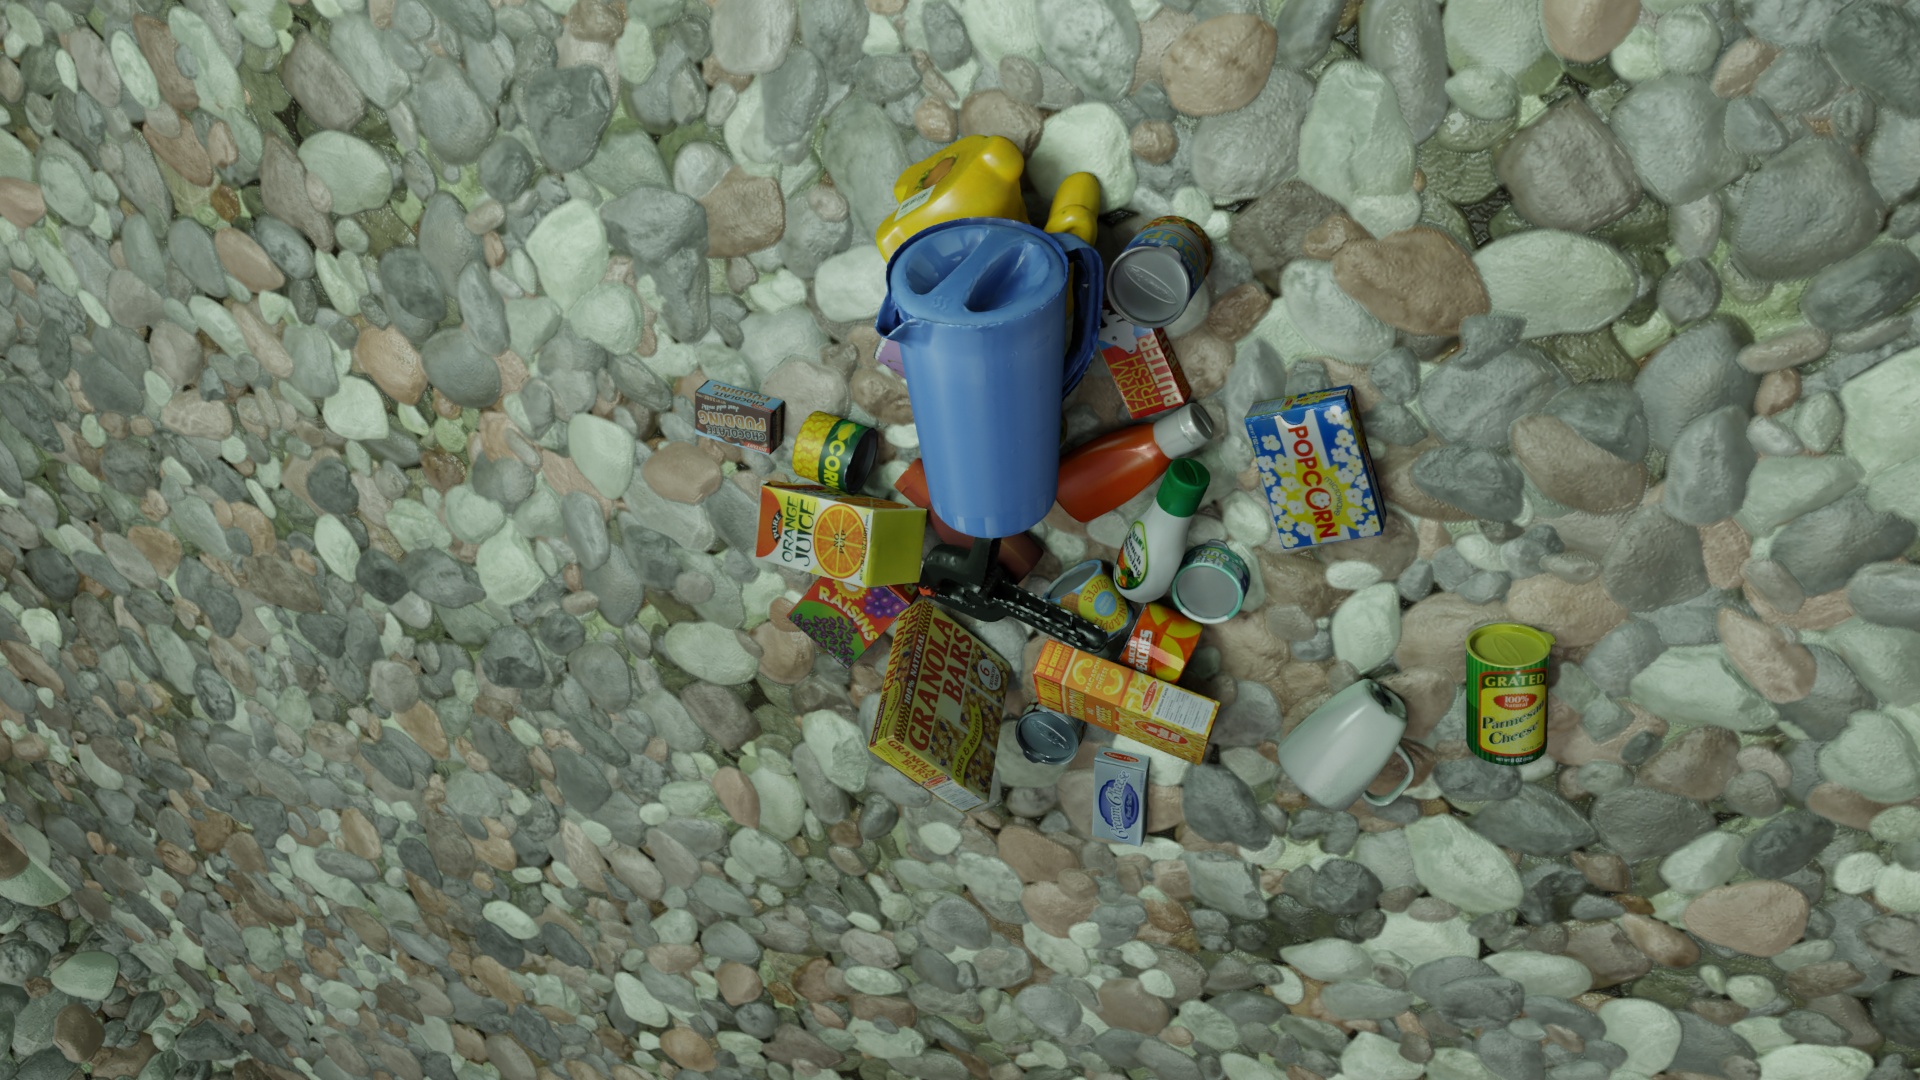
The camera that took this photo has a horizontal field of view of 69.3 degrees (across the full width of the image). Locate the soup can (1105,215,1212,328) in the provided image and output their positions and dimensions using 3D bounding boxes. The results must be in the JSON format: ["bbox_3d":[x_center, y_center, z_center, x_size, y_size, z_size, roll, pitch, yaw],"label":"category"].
[{"bbox_3d":[0.159,-0.214,1.089,0.071,0.084,0.071,11,123,18],"label":"soup can"}]

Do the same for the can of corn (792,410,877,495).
[{"bbox_3d":[-0.118,-0.082,1.299,0.058,0.071,0.070,19,125,14],"label":"can of corn"}]

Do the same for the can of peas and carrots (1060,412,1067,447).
[{"bbox_3d":[0.054,-0.093,1.223,0.071,0.059,0.070,11,122,18],"label":"can of peas and carrots"}]

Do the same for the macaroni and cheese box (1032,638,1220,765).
[{"bbox_3d":[0.154,0.151,1.296,0.166,0.040,0.123,20,163,13],"label":"macaroni and cheese box"}]

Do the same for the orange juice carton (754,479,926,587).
[{"bbox_3d":[-0.129,-0.010,1.314,0.193,0.073,0.071,13,100,39],"label":"orange juice carton"}]

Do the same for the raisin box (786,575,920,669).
[{"bbox_3d":[-0.107,0.062,1.399,0.086,0.040,0.123,42,126,-3],"label":"raisin box"}]

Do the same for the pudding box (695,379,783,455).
[{"bbox_3d":[-0.215,-0.119,1.345,0.084,0.030,0.049,17,125,14],"label":"pudding box"}]

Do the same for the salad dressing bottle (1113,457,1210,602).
[{"bbox_3d":[0.176,-0.008,1.207,0.044,0.064,0.146,0,138,-17],"label":"salad dressing bottle"}]

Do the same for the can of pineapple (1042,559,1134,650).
[{"bbox_3d":[0.118,0.059,1.278,0.071,0.071,0.057,-26,105,34],"label":"can of pineapple"}]

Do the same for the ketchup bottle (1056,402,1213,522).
[{"bbox_3d":[0.148,-0.070,1.203,0.148,0.044,0.064,-28,114,34],"label":"ketchup bottle"}]

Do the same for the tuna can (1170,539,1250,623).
[{"bbox_3d":[0.223,0.038,1.240,0.071,0.033,0.070,11,123,18],"label":"tuna can"}]

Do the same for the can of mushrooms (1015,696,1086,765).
[{"bbox_3d":[0.089,0.190,1.390,0.071,0.034,0.070,11,122,17],"label":"can of mushrooms"}]

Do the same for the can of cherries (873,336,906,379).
[{"bbox_3d":[-0.033,-0.171,1.209,0.058,0.072,0.071,35,127,2],"label":"can of cherries"}]

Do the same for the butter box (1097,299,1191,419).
[{"bbox_3d":[0.149,-0.156,1.165,0.053,0.024,0.103,-17,110,32],"label":"butter box"}]

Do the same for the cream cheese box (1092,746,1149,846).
[{"bbox_3d":[0.162,0.260,1.405,0.053,0.024,0.103,10,122,19],"label":"cream cheese box"}]

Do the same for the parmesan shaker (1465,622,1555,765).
[{"bbox_3d":[0.463,0.130,1.168,0.071,0.072,0.102,2,119,23],"label":"parmesan shaker"}]

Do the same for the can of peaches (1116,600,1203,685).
[{"bbox_3d":[0.182,0.095,1.269,0.058,0.071,0.071,26,126,6],"label":"can of peaches"}]

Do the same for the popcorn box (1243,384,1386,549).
[{"bbox_3d":[0.294,-0.059,1.148,0.085,0.038,0.126,-9,115,29],"label":"popcorn box"}]

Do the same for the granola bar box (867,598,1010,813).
[{"bbox_3d":[-0.017,0.156,1.317,0.124,0.166,0.039,39,130,-26],"label":"granola bar box"}]

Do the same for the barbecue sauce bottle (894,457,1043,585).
[{"bbox_3d":[0.005,-0.016,1.299,0.148,0.044,0.064,40,141,-1],"label":"barbecue sauce bottle"}]
